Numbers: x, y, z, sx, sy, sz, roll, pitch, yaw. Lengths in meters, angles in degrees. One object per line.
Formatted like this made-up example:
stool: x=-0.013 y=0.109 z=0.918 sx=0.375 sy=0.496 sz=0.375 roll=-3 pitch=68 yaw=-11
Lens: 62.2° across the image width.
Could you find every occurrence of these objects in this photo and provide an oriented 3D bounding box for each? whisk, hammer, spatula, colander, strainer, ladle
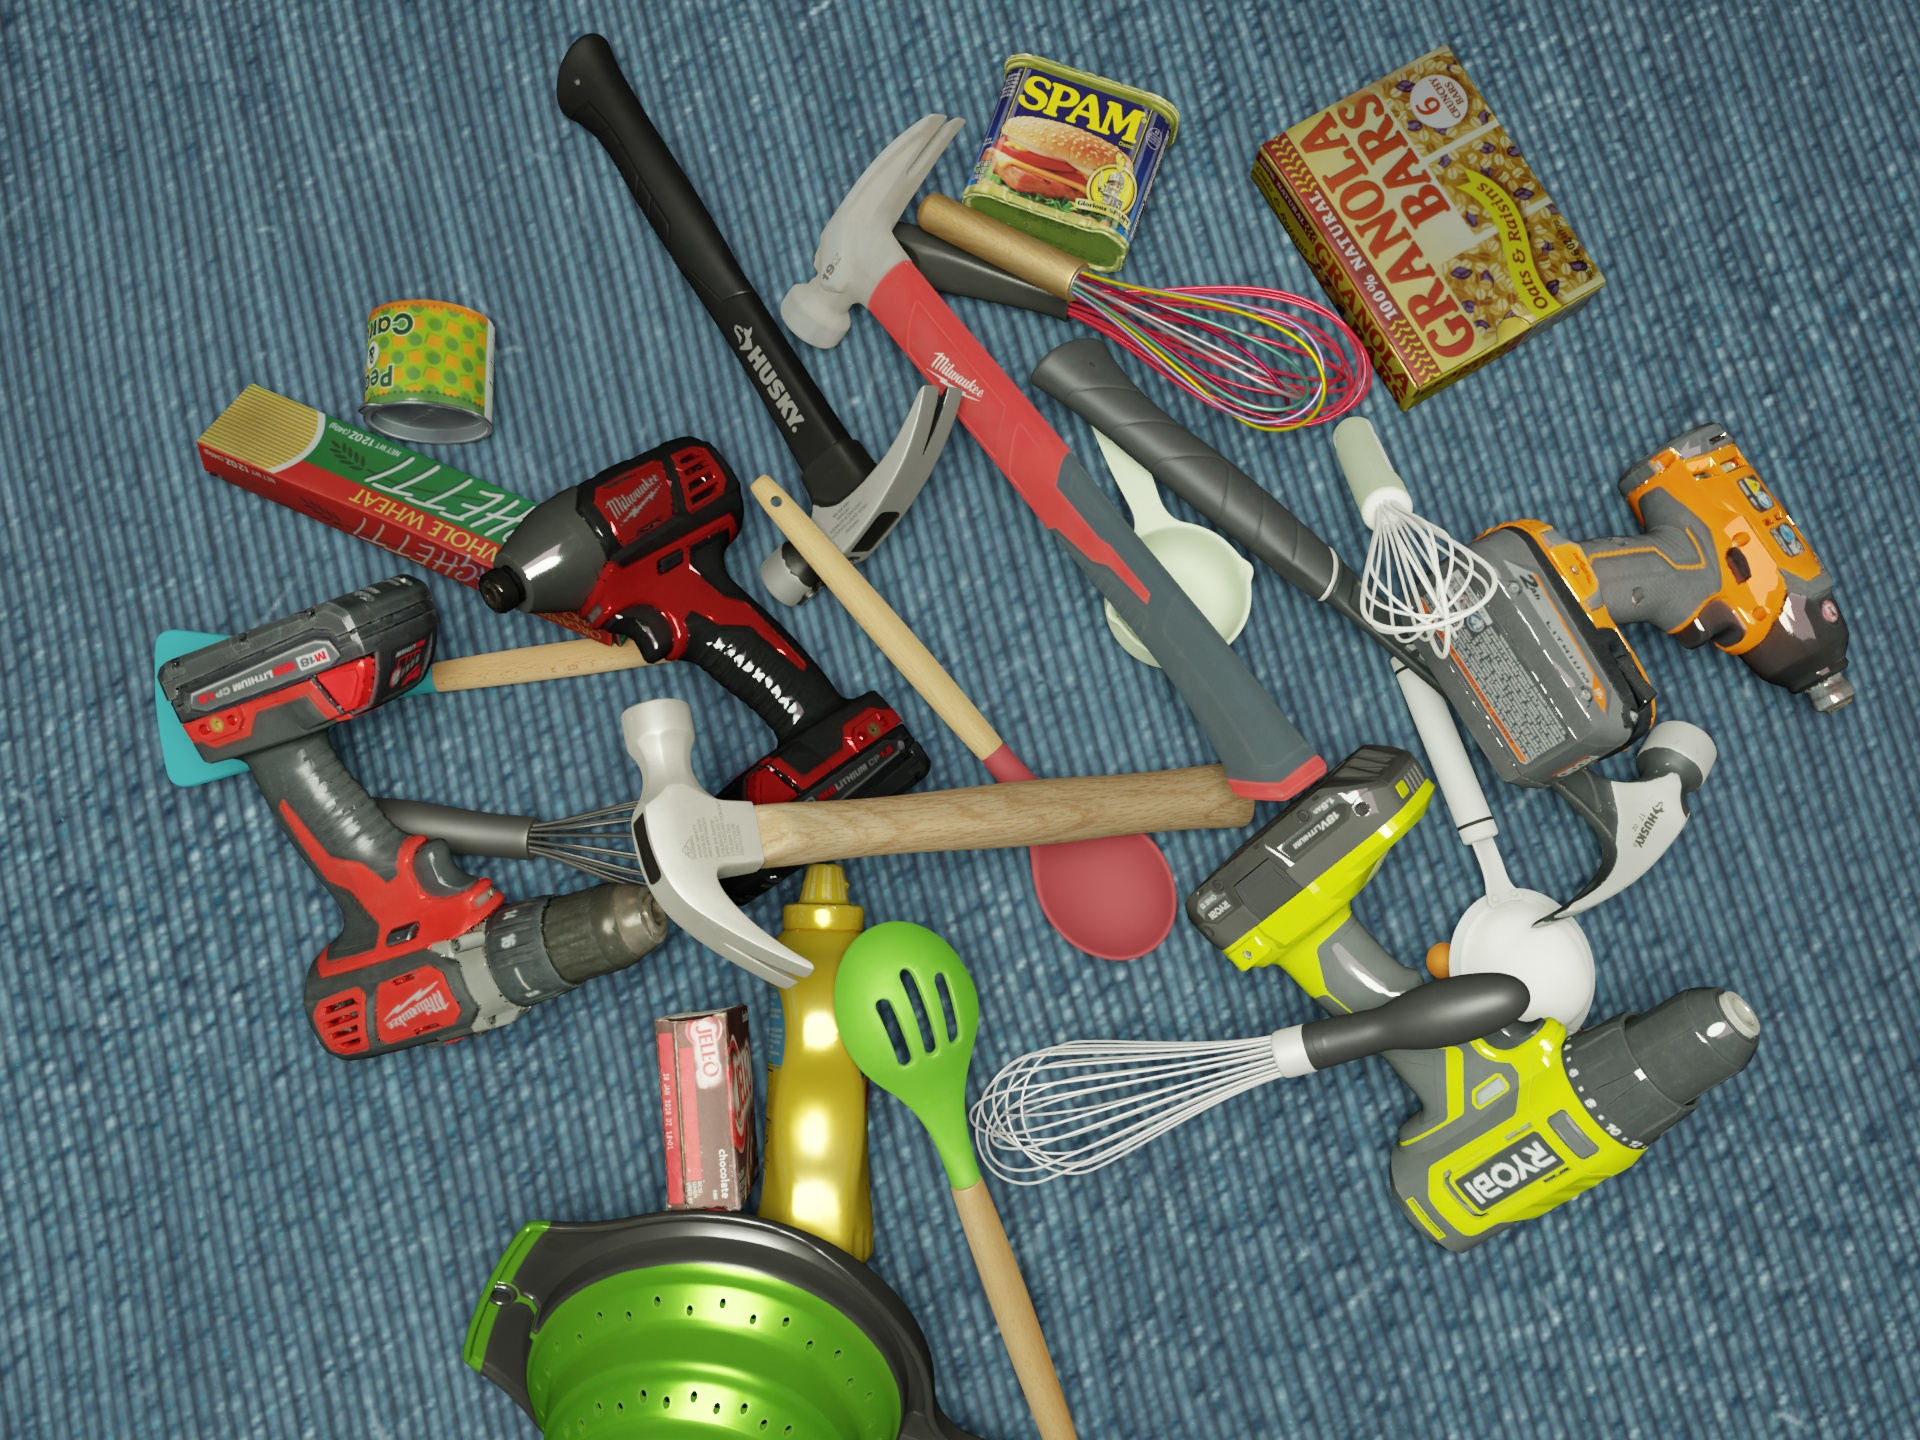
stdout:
whisk: x=0.211 y=-0.100 z=0.779 sx=0.059 sy=0.246 sz=0.057 roll=-18 pitch=117 yaw=13
hammer: x=0.007 y=0.049 z=0.763 sx=0.331 sy=0.031 sz=0.130 roll=-3 pitch=68 yaw=-30
spatula: x=-0.254 y=-0.026 z=0.841 sx=0.317 sy=0.044 sz=0.082 roll=-9 pitch=82 yaw=-3
hammer: x=-0.125 y=-0.237 z=0.856 sx=0.146 sy=0.035 sz=0.335 roll=-39 pitch=75 yaw=31
hammer: x=0.201 y=-0.059 z=0.826 sx=0.409 sy=0.036 sz=0.149 roll=40 pitch=61 yaw=3
colander: x=-0.042 y=0.360 z=0.727 sx=0.397 sy=0.095 sz=0.204 roll=24 pitch=117 yaw=-9
whisk: x=0.077 y=-0.213 z=0.818 sx=0.245 sy=0.047 sz=0.051 roll=32 pitch=67 yaw=20
whisk: x=-0.224 y=0.058 z=0.829 sx=0.239 sy=0.055 sz=0.055 roll=4 pitch=82 yaw=4
strainer: x=0.274 y=0.065 z=0.832 sx=0.087 sy=0.050 sz=0.259 roll=-13 pitch=75 yaw=-18
ladle: x=-0.001 y=-0.003 z=0.821 sx=0.069 sy=0.031 sz=0.315 roll=-41 pitch=96 yaw=-6
whisk: x=0.130 y=0.167 z=0.760 sx=0.284 sy=0.070 sz=0.070 roll=-20 pitch=81 yaw=24
whisk: x=0.079 y=-0.223 z=0.868 sx=0.296 sy=0.073 sz=0.073 roll=18 pitch=82 yaw=8
hammer: x=0.060 y=-0.125 z=0.803 sx=0.386 sy=0.038 sz=0.143 roll=52 pitch=124 yaw=13

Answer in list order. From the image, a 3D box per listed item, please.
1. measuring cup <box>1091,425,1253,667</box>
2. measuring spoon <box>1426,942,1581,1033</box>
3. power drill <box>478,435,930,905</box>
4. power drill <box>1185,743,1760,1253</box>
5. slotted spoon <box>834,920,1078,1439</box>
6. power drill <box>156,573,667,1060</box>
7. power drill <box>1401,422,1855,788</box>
measuring cup: x=0.099 y=-0.106 z=0.862 sx=0.083 sy=0.038 sz=0.168 roll=-19 pitch=77 yaw=-8
measuring spoon: x=0.297 y=0.154 z=0.837 sx=0.117 sy=0.011 sz=0.021 roll=34 pitch=83 yaw=4
power drill: x=-0.129 y=-0.027 z=0.789 sx=0.143 sy=0.078 sz=0.219 roll=-35 pitch=90 yaw=-38
power drill: x=0.240 y=0.126 z=0.769 sx=0.228 sy=0.080 sz=0.190 roll=49 pitch=124 yaw=8
slotted spoon: x=0.013 y=0.244 z=0.768 sx=0.070 sy=0.031 sz=0.313 roll=-23 pitch=102 yaw=-22
power drill: x=-0.261 y=0.047 z=0.774 sx=0.188 sy=0.080 sz=0.226 roll=-18 pitch=102 yaw=13
power drill: x=0.351 y=-0.049 z=0.802 sx=0.226 sy=0.084 sz=0.164 roll=-23 pitch=76 yaw=-28
